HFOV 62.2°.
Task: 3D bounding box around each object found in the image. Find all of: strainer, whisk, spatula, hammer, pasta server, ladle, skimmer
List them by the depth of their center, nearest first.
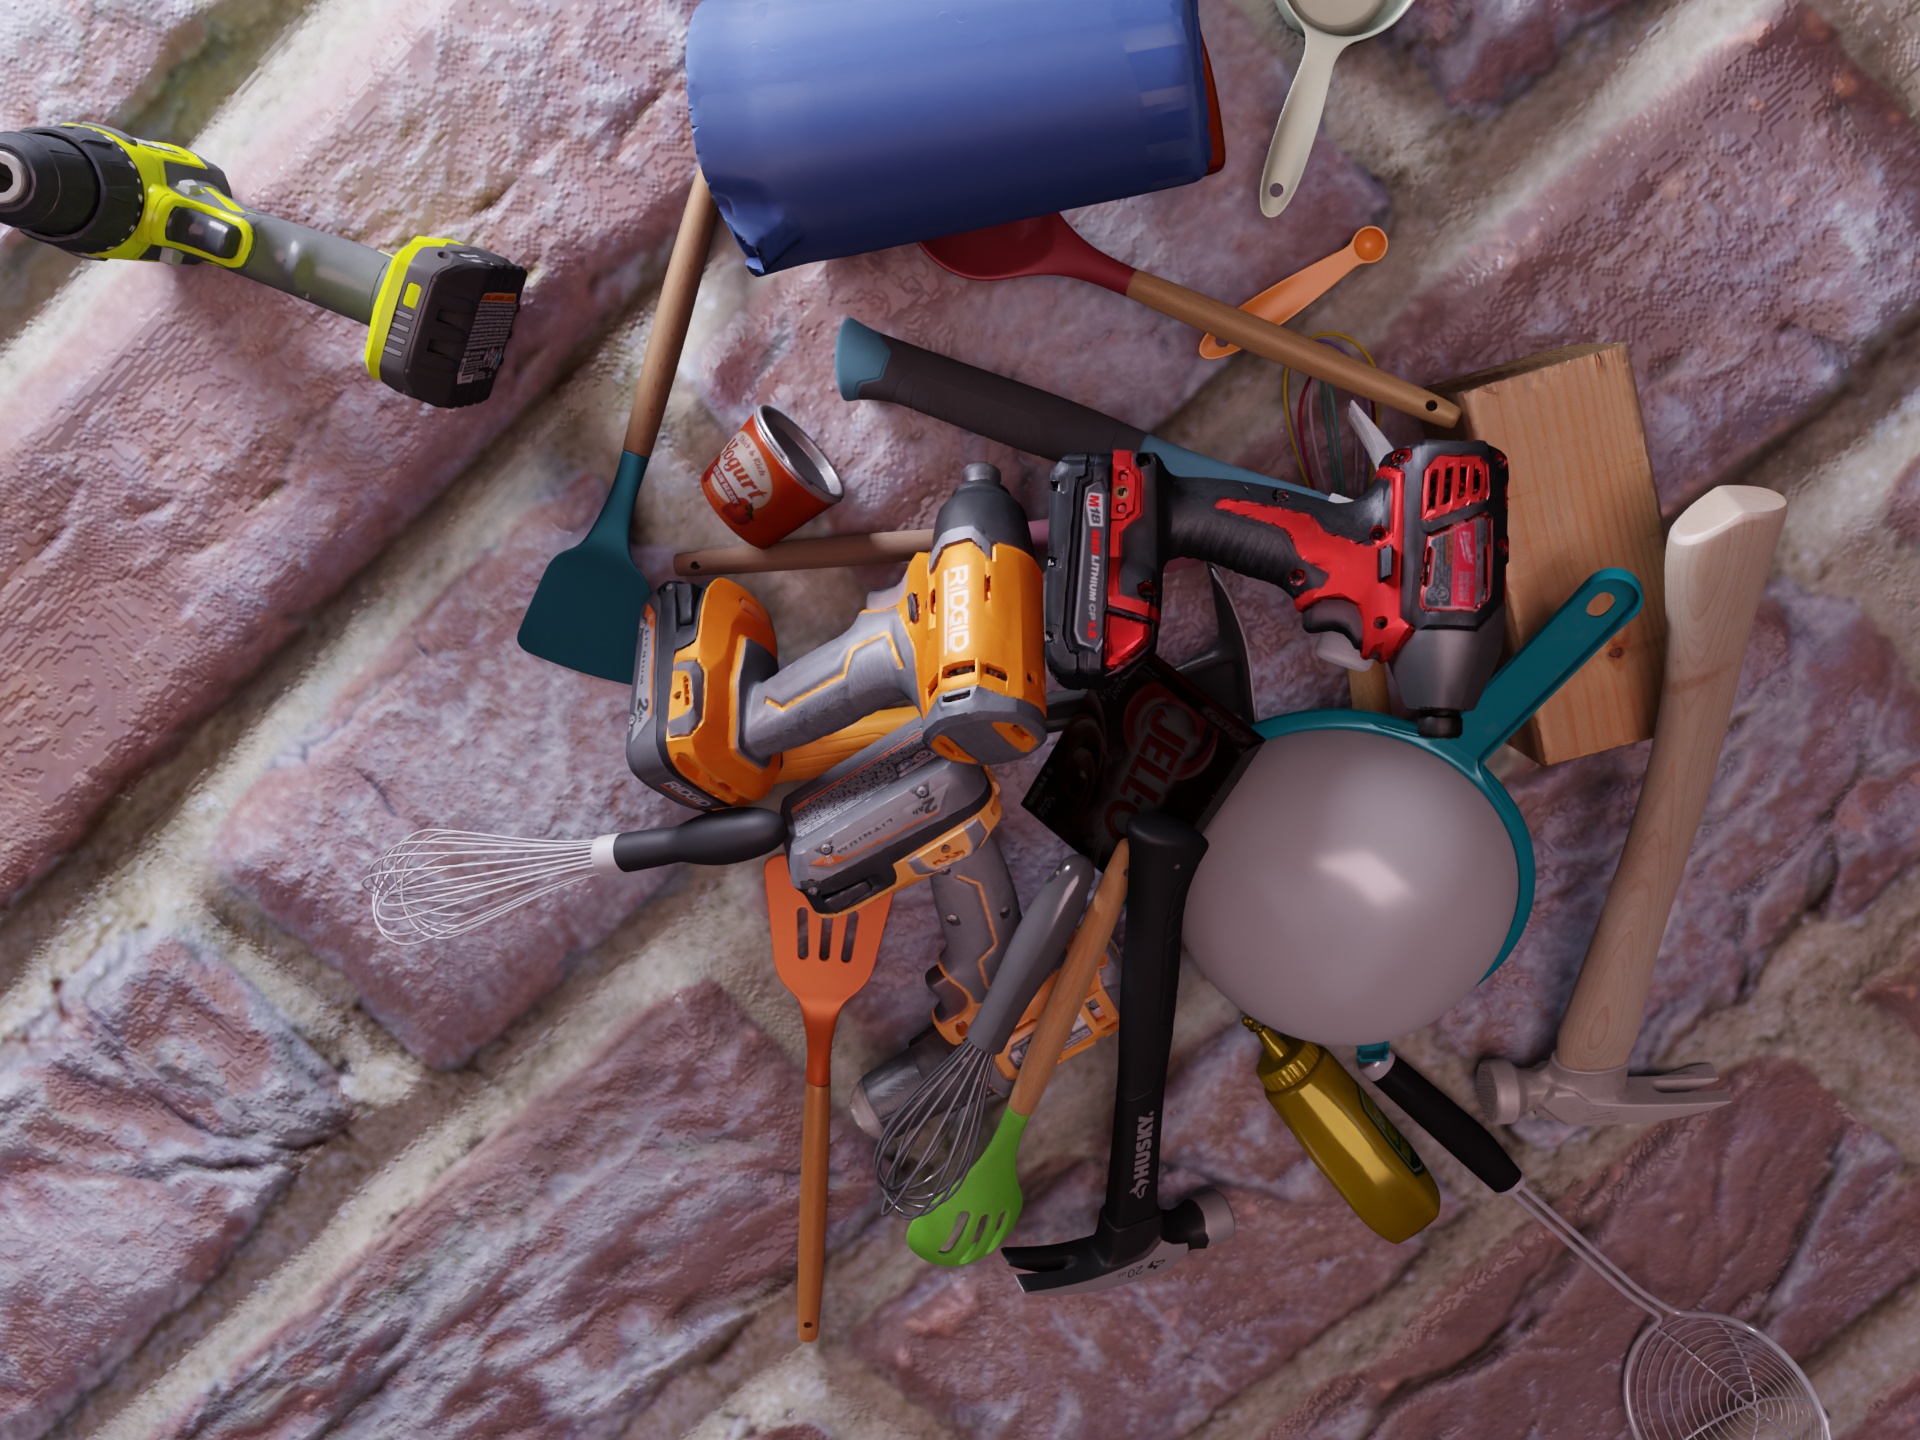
[{"bbox_3d":[0.114,-0.222,0.837,0.315,0.031,0.069,26,100,11],"label":"ladle"},{"bbox_3d":[0.236,0.063,0.839,0.211,0.095,0.340,33,124,-2],"label":"strainer"},{"bbox_3d":[0.082,-0.143,0.847,0.331,0.033,0.128,22,91,11],"label":"hammer"},{"bbox_3d":[0.385,0.066,0.858,0.146,0.038,0.410,-2,124,-1],"label":"hammer"},{"bbox_3d":[0.013,0.175,0.867,0.055,0.055,0.239,26,105,-5],"label":"whisk"},{"bbox_3d":[0.097,0.194,0.887,0.146,0.035,0.334,-13,124,-20],"label":"hammer"},{"bbox_3d":[-0.175,-0.175,0.891,0.082,0.044,0.317,17,98,-2],"label":"spatula"},{"bbox_3d":[0.222,-0.095,0.892,0.047,0.051,0.245,-13,105,-2],"label":"whisk"},{"bbox_3d":[-0.221,0.078,0.893,0.284,0.070,0.070,-11,103,23],"label":"whisk"},{"bbox_3d":[-0.006,-0.102,0.904,0.316,0.040,0.060,-4,103,6],"label":"pasta server"},{"bbox_3d":[-0.001,-0.003,0.910,0.337,0.034,0.127,-10,118,5],"label":"hammer"},{"bbox_3d":[0.373,0.340,0.963,0.363,0.090,0.127,42,131,-6],"label":"skimmer"},{"bbox_3d":[-0.087,0.240,0.983,0.081,0.041,0.322,3,107,-1],"label":"spatula"}]

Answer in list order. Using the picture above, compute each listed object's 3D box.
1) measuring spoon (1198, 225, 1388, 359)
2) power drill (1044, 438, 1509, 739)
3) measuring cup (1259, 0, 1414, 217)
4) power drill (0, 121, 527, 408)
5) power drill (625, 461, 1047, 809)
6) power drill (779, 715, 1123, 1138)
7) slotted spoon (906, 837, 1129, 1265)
[{"bbox_3d":[0.182,-0.235,0.879,0.117,0.011,0.021,-32,100,11],"label":"measuring spoon"},{"bbox_3d":[0.154,-0.064,0.778,0.219,0.078,0.143,1,88,8],"label":"power drill"},{"bbox_3d":[0.187,-0.349,0.838,0.083,0.038,0.167,16,104,-3],"label":"measuring cup"},{"bbox_3d":[-0.351,-0.234,0.797,0.228,0.191,0.080,20,102,-8],"label":"power drill"},{"bbox_3d":[-0.061,-0.044,0.842,0.226,0.084,0.164,-12,61,25],"label":"power drill"},{"bbox_3d":[-0.019,0.129,0.905,0.185,0.084,0.226,-31,117,2],"label":"power drill"},{"bbox_3d":[0.041,0.199,0.901,0.070,0.031,0.313,7,117,-27],"label":"slotted spoon"}]
